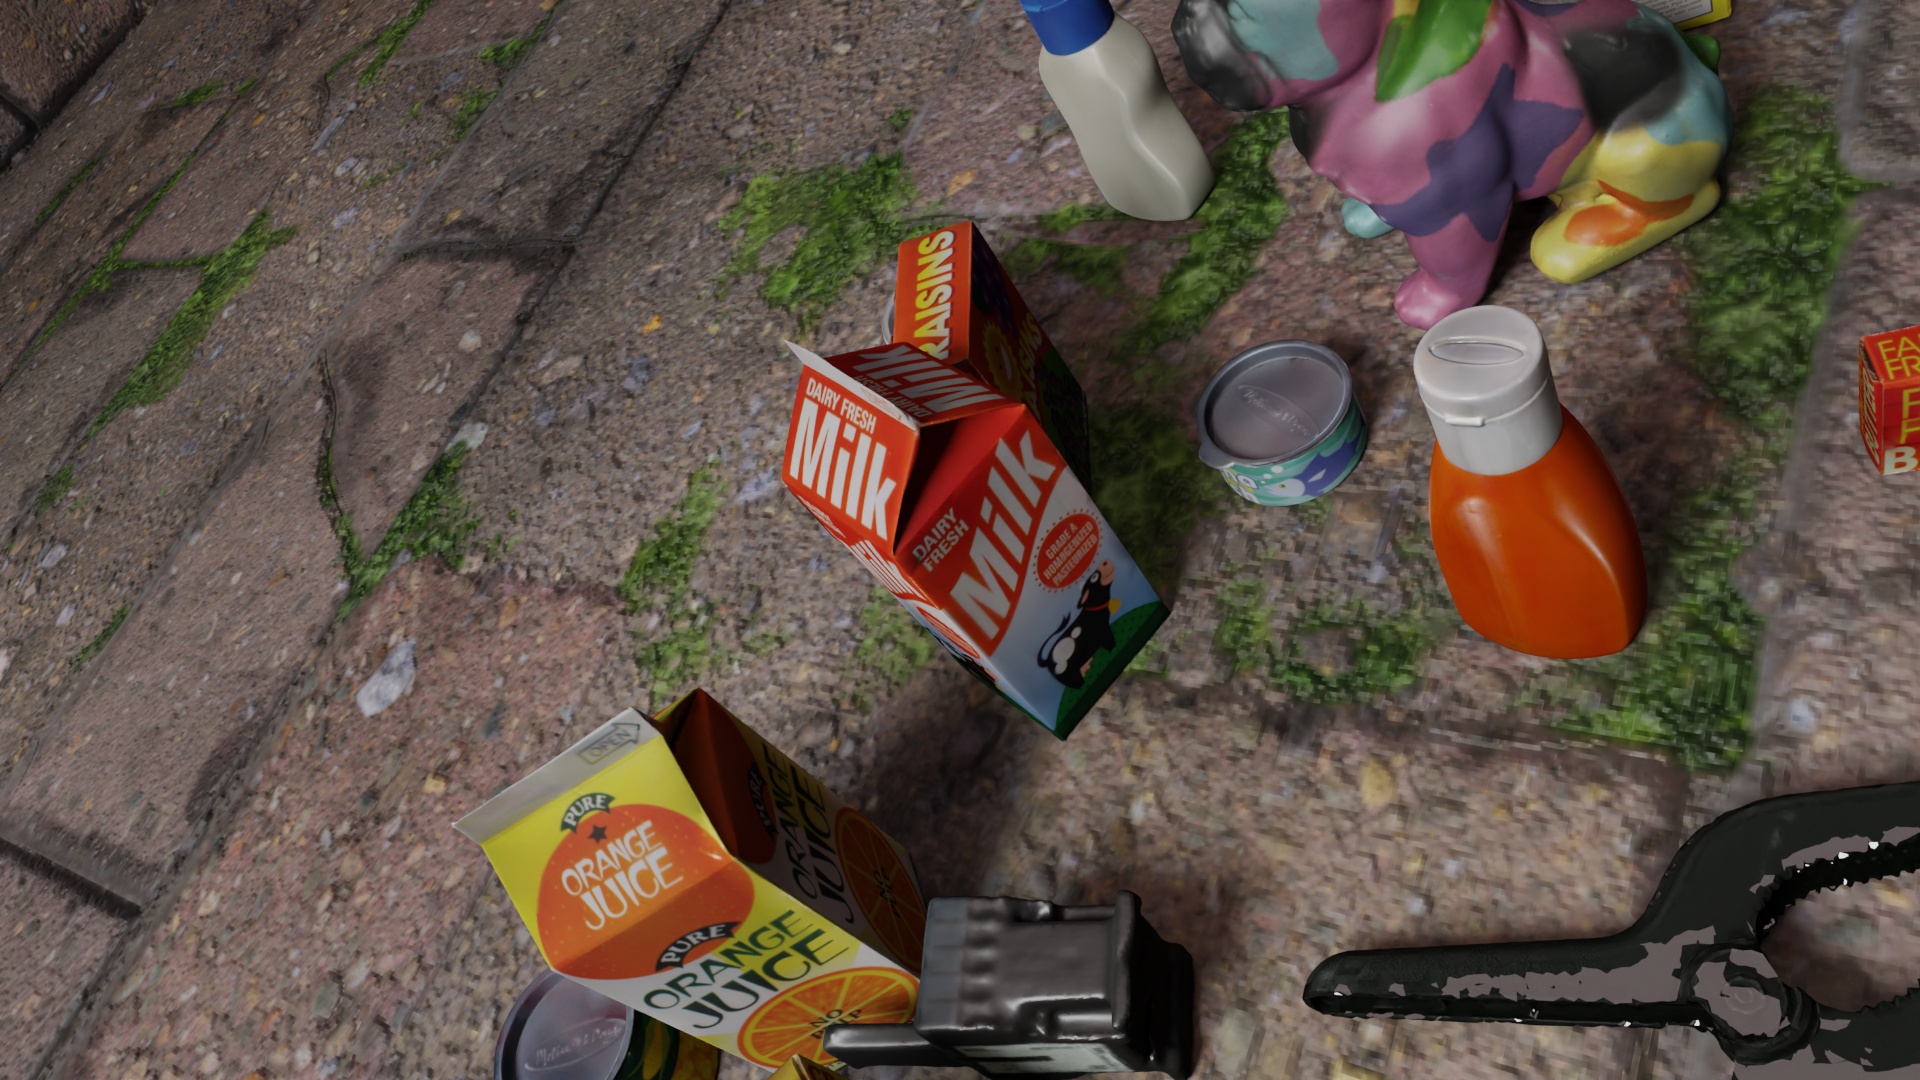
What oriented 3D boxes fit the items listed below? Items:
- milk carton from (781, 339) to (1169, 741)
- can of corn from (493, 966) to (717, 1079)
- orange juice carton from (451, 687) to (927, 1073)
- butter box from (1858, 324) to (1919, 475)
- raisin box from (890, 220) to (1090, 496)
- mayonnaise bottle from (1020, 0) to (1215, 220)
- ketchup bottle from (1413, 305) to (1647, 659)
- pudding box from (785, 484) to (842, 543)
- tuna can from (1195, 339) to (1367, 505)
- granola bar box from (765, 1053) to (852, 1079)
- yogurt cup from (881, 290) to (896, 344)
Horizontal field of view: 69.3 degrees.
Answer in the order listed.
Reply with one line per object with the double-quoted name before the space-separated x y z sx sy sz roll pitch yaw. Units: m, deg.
"milk carton" 0.002 -0.007 0.529 0.073 0.190 0.072 -49 46 -9
"can of corn" -0.138 0.207 0.547 0.071 0.058 0.071 -17 50 21
"orange juice carton" -0.083 0.119 0.485 0.072 0.192 0.073 -32 46 9
"butter box" 0.348 -0.053 0.443 0.103 0.053 0.024 -11 52 25
"raisin box" 0.015 -0.067 0.613 0.040 0.123 0.086 -16 50 22
"mayonnaise bottle" 0.073 -0.220 0.676 0.065 0.147 0.041 25 73 42
"ketchup bottle" 0.182 -0.015 0.451 0.065 0.148 0.044 10 63 37
"pudding box" -0.041 -0.040 0.679 0.030 0.049 0.084 25 72 42
"tuna can" 0.134 -0.048 0.587 0.071 0.032 0.071 -17 50 21
"granola bar box" -0.072 0.246 0.430 0.165 0.124 0.039 -43 46 -3
"yogurt cup" 0.002 -0.103 0.697 0.072 0.053 0.073 -17 50 21
